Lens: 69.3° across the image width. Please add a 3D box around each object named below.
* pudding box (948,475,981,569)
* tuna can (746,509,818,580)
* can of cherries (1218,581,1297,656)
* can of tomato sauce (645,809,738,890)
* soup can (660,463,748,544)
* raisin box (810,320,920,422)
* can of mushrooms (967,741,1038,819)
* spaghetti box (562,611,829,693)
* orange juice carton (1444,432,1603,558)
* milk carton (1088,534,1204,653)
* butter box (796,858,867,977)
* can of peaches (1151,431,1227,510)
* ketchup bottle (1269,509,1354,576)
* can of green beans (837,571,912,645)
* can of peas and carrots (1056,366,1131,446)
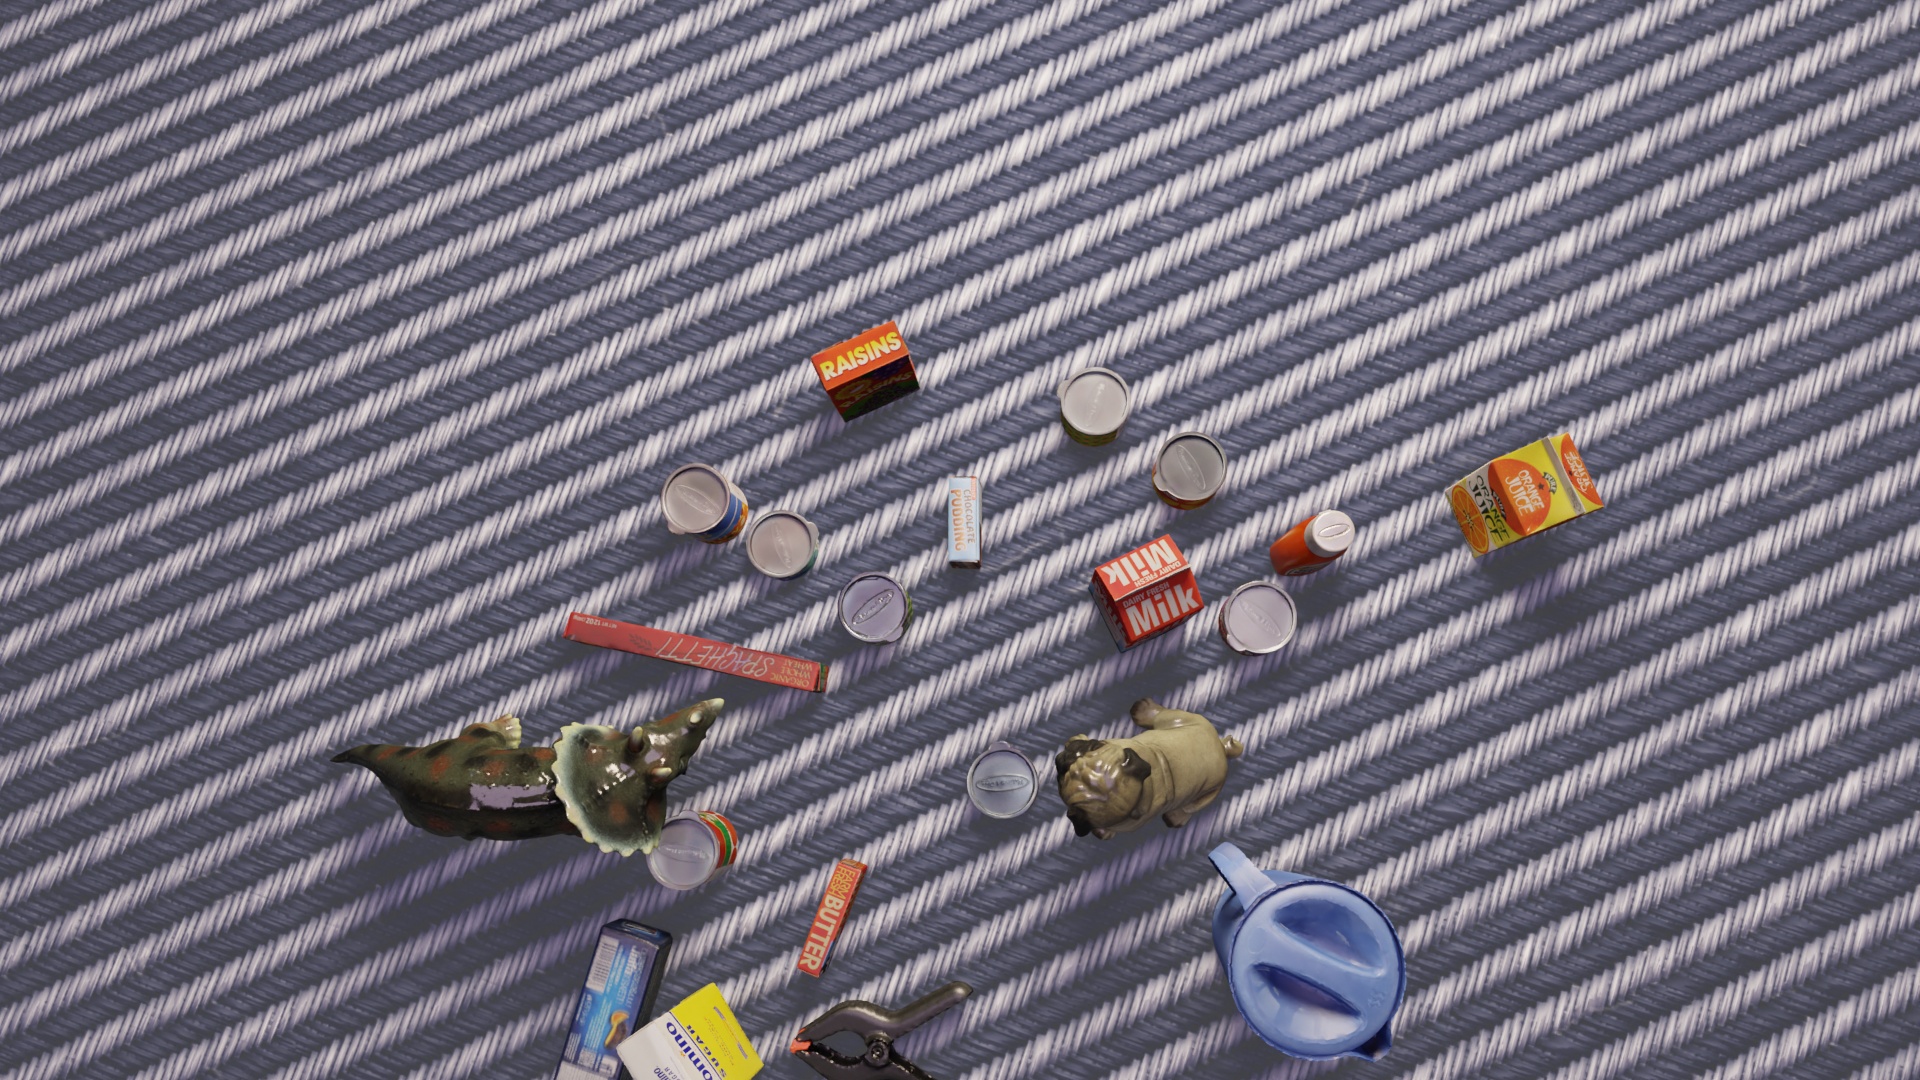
[{"bbox_3d":[0.005,-0.017,1.327,0.030,0.049,0.084,0,81,3],"label":"pudding box"},{"bbox_3d":[-0.169,0.004,1.342,0.071,0.033,0.071,0,81,3],"label":"tuna can"},{"bbox_3d":[0.273,0.075,1.292,0.071,0.058,0.071,0,81,3],"label":"can of cherries"},{"bbox_3d":[-0.245,0.282,1.277,0.071,0.083,0.071,0,81,3],"label":"can of tomato sauce"},{"bbox_3d":[-0.245,-0.031,1.326,0.071,0.083,0.071,0,81,3],"label":"soup can"},{"bbox_3d":[-0.088,-0.159,1.317,0.086,0.123,0.040,-24,81,0],"label":"raisin box"},{"bbox_3d":[0.040,0.223,1.295,0.071,0.033,0.071,0,81,3],"label":"can of mushrooms"},{"bbox_3d":[-0.249,0.107,1.322,0.250,0.050,0.029,11,82,5],"label":"spaghetti box"},{"bbox_3d":[0.501,-0.041,1.229,0.073,0.192,0.072,-21,81,0],"label":"orange juice carton"},{"bbox_3d":[0.164,0.048,1.236,0.072,0.190,0.073,-26,81,0],"label":"milk carton"},{"bbox_3d":[-0.117,0.344,1.275,0.024,0.053,0.103,21,83,6],"label":"butter box"},{"bbox_3d":[0.214,-0.064,1.318,0.071,0.058,0.071,0,81,3],"label":"can of peaches"},{"bbox_3d":[0.322,0.002,1.255,0.065,0.148,0.043,-17,81,1],"label":"ketchup bottle"},{"bbox_3d":[-0.080,0.065,1.315,0.071,0.057,0.071,0,81,3],"label":"can of green beans"},{"bbox_3d":[0.126,-0.128,1.333,0.071,0.058,0.071,0,81,3],"label":"can of peas and carrots"}]
